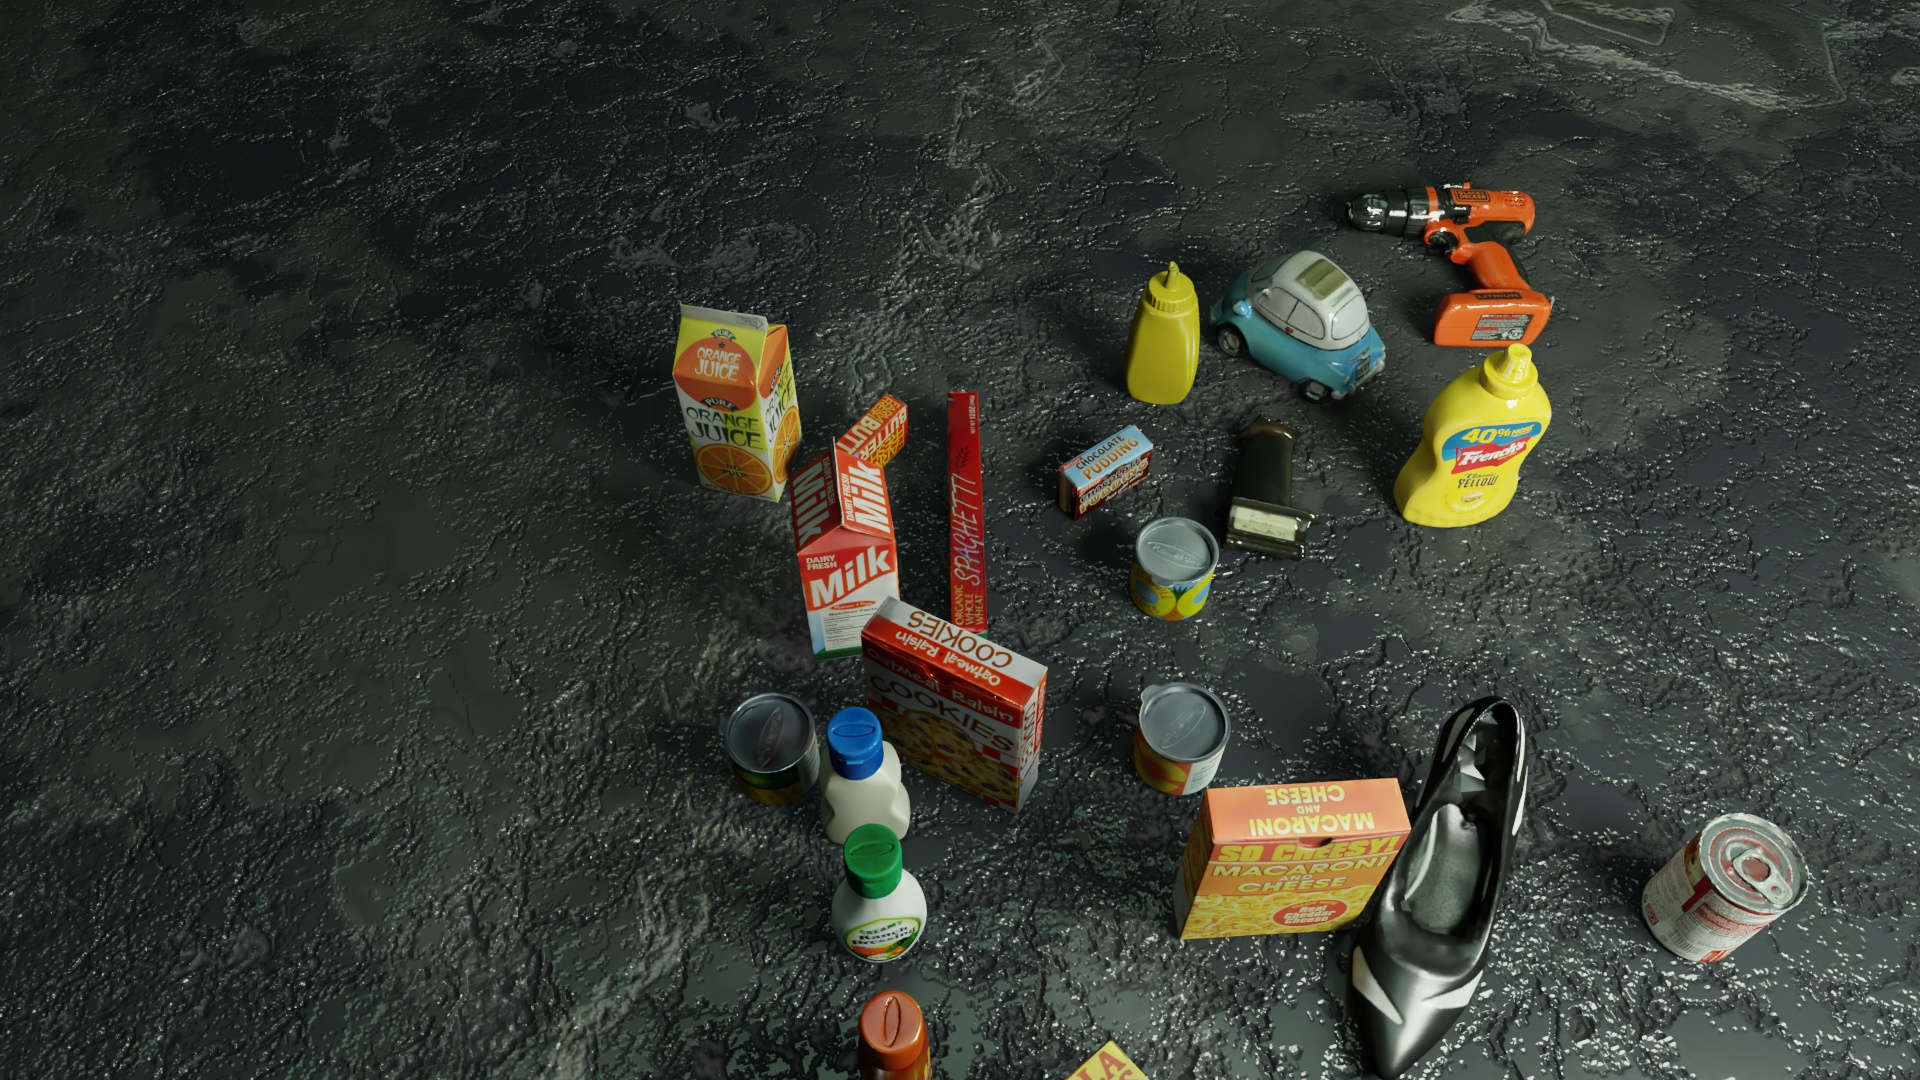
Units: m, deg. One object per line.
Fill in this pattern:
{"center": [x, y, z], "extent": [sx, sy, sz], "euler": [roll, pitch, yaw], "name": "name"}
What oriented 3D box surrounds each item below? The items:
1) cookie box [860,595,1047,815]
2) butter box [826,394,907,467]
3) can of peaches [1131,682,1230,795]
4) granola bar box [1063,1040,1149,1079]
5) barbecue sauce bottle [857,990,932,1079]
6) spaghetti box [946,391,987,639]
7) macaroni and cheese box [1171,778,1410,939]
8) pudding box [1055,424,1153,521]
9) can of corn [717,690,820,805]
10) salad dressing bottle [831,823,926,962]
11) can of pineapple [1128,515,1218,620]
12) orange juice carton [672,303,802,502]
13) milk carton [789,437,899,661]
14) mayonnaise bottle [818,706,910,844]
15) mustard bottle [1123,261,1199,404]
{"center": [-0.005, 0.120, 0.981], "extent": [0.123, 0.166, 0.040], "euler": [23, 58, 16], "name": "cookie box"}
{"center": [-0.085, -0.074, 1.192], "extent": [0.024, 0.052, 0.104], "euler": [31, 60, 20], "name": "butter box"}
{"center": [0.161, 0.146, 1.030], "extent": [0.071, 0.057, 0.071], "euler": [0, 54, 0], "name": "can of peaches"}
{"center": [0.036, 0.379, 0.822], "extent": [0.166, 0.123, 0.039], "euler": [-34, 61, -22], "name": "granola bar box"}
{"center": [-0.040, 0.317, 0.851], "extent": [0.044, 0.147, 0.065], "euler": [4, 55, 3], "name": "barbecue sauce bottle"}
{"center": [0.004, -0.014, 1.151], "extent": [0.029, 0.050, 0.251], "euler": [-1, 54, -1], "name": "spaghetti box"}
{"center": [0.213, 0.213, 0.915], "extent": [0.124, 0.165, 0.040], "euler": [-3, 55, -2], "name": "macaroni and cheese box"}
{"center": [0.122, -0.058, 1.183], "extent": [0.084, 0.049, 0.030], "euler": [-30, 60, -20], "name": "pudding box"}
{"center": [-0.141, 0.153, 1.024], "extent": [0.071, 0.058, 0.071], "euler": [0, 54, 0], "name": "can of corn"}
{"center": [-0.055, 0.232, 0.913], "extent": [0.064, 0.147, 0.044], "euler": [-9, 55, -6], "name": "salad dressing bottle"}
{"center": [0.169, 0.024, 1.118], "extent": [0.071, 0.057, 0.071], "euler": [0, 54, 0], "name": "can of pineapple"}
{"center": [-0.182, -0.121, 1.140], "extent": [0.072, 0.191, 0.073], "euler": [11, 55, 8], "name": "orange juice carton"}
{"center": [-0.086, 0.009, 1.048], "extent": [0.073, 0.189, 0.072], "euler": [-8, 55, -5], "name": "milk carton"}
{"center": [-0.069, 0.165, 0.961], "extent": [0.065, 0.147, 0.041], "euler": [-2, 54, -2], "name": "mayonnaise bottle"}
{"center": [0.179, -0.185, 1.207], "extent": [0.065, 0.159, 0.049], "euler": [8, 55, 6], "name": "mustard bottle"}
